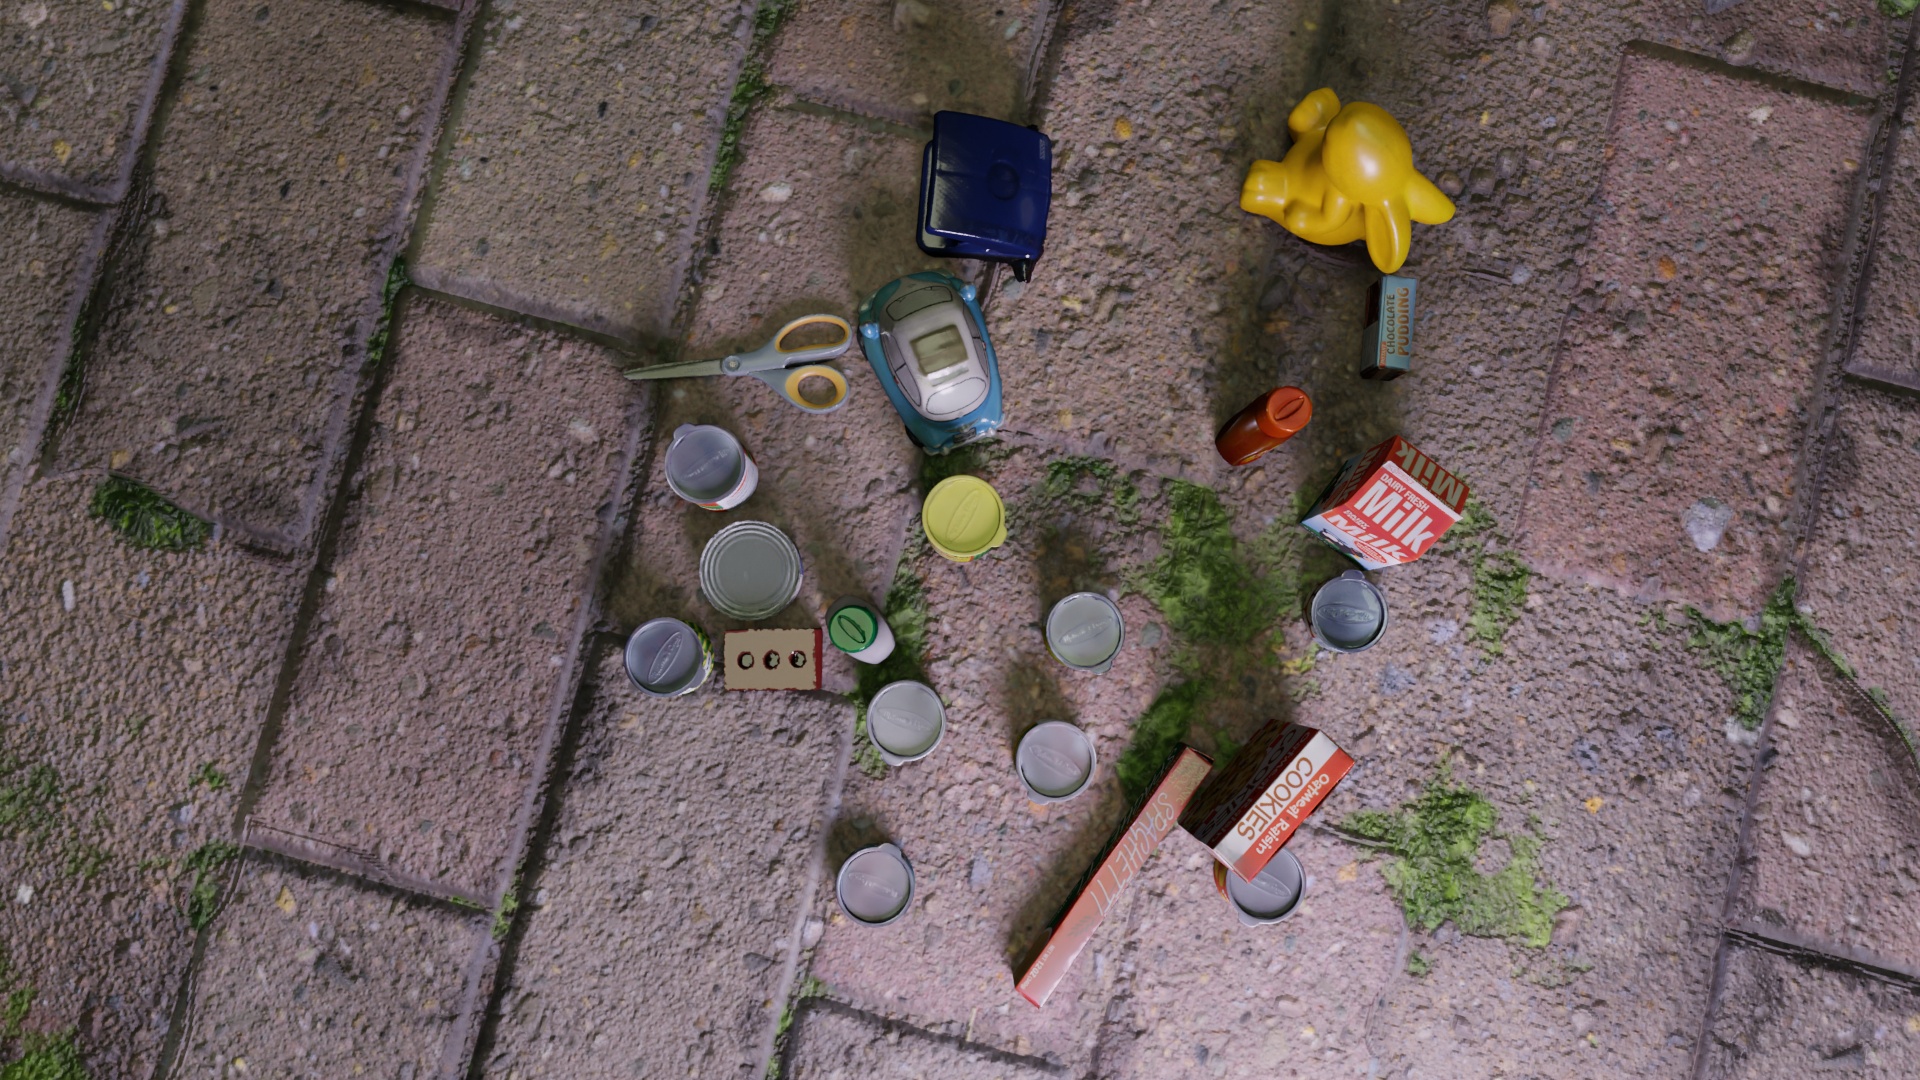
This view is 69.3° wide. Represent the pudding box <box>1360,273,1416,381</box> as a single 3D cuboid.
[{"bbox_3d":[0.371,-0.184,1.205,0.030,0.049,0.083,6,85,0],"label":"pudding box"}]

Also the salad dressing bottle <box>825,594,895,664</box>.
[{"bbox_3d":[-0.083,0.072,1.128,0.044,0.147,0.064,-44,87,-3],"label":"salad dressing bottle"}]

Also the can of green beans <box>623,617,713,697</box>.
[{"bbox_3d":[-0.244,0.098,1.169,0.071,0.058,0.071,0,85,-1],"label":"can of green beans"}]

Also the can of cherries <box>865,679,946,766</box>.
[{"bbox_3d":[-0.046,0.152,1.166,0.071,0.058,0.071,0,85,-1],"label":"can of cherries"}]

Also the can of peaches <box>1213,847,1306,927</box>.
[{"bbox_3d":[0.247,0.283,1.159,0.071,0.058,0.071,0,85,-1],"label":"can of peaches"}]

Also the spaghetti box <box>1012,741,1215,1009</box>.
[{"bbox_3d":[0.127,0.276,1.162,0.029,0.050,0.250,36,86,2],"label":"spaghetti box"}]

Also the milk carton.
[{"bbox_3d":[0.344,-0.030,1.121,0.072,0.190,0.073,38,86,2],"label":"milk carton"}]

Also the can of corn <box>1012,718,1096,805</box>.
[{"bbox_3d":[0.077,0.185,1.165,0.071,0.058,0.071,0,85,-1],"label":"can of corn"}]

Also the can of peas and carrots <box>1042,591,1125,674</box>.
[{"bbox_3d":[0.105,0.079,1.175,0.071,0.058,0.071,0,85,-1],"label":"can of peas and carrots"}]

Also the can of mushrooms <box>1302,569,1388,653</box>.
[{"bbox_3d":[0.330,0.061,1.191,0.071,0.033,0.071,0,85,-1],"label":"can of mushrooms"}]

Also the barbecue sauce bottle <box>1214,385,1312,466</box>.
[{"bbox_3d":[0.253,-0.097,1.147,0.065,0.148,0.043,-35,87,-3],"label":"barbecue sauce bottle"}]

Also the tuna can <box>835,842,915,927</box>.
[{"bbox_3d":[-0.070,0.286,1.167,0.071,0.033,0.071,0,85,-1],"label":"tuna can"}]

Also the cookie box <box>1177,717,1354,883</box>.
[{"bbox_3d":[0.241,0.204,1.111,0.040,0.167,0.123,42,86,3],"label":"cookie box"}]

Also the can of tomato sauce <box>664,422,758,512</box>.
[{"bbox_3d":[-0.210,-0.061,1.171,0.071,0.083,0.071,0,85,-1],"label":"can of tomato sauce"}]

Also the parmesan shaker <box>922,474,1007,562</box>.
[{"bbox_3d":[0.004,-0.015,1.159,0.071,0.103,0.071,0,85,-1],"label":"parmesan shaker"}]
